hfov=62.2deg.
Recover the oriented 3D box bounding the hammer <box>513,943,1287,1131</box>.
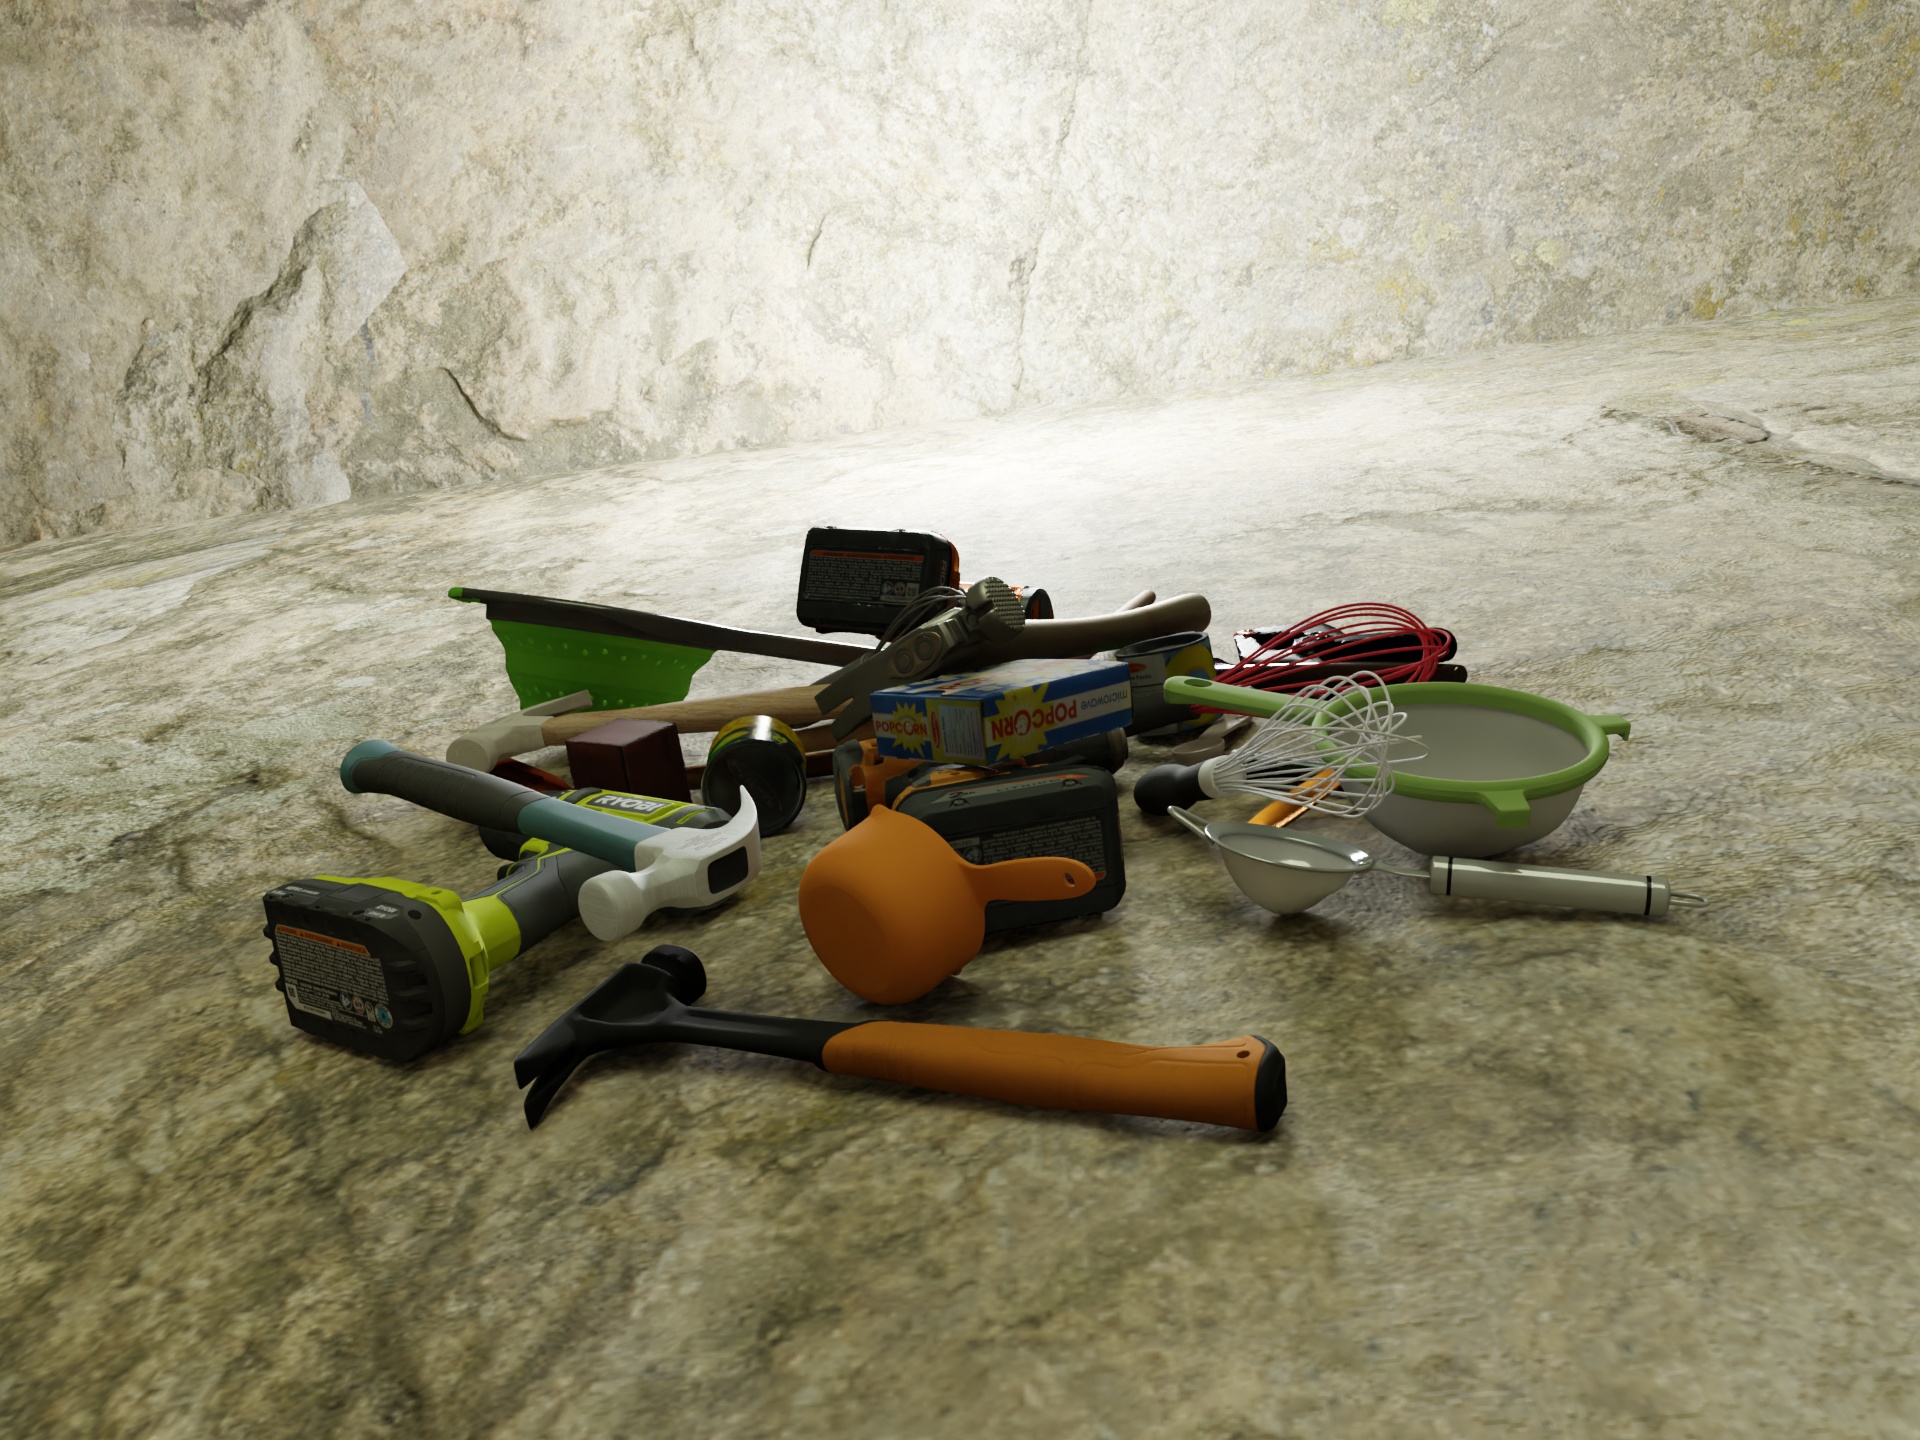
[{"bbox_3d":[-0.029,0.147,0.691,0.337,0.034,0.127,0,19,25],"label":"hammer"}]

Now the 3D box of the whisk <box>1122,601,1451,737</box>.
[{"bbox_3d":[0.167,-0.017,1.018,0.296,0.073,0.073,-15,12,30],"label":"whisk"}]

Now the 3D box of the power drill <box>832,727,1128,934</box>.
[{"bbox_3d":[0.030,0.046,0.916,0.185,0.084,0.226,-9,13,-10],"label":"power drill"}]

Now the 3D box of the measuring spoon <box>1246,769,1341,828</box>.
[{"bbox_3d":[0.206,0.043,0.918,0.117,0.011,0.021,-31,34,-17],"label":"measuring spoon"}]

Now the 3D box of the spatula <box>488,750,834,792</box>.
[{"bbox_3d":[-0.195,0.032,1.111,0.322,0.041,0.081,-6,15,3],"label":"spatula"}]

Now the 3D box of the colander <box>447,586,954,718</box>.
[{"bbox_3d":[-0.201,-0.030,1.251,0.397,0.094,0.204,8,0,-9],"label":"colander"}]

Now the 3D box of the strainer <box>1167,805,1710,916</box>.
[{"bbox_3d":[0.229,0.078,0.785,0.258,0.050,0.087,4,8,18],"label":"strainer"}]

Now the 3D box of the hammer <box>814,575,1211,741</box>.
[{"bbox_3d":[0.066,-0.052,1.092,0.146,0.038,0.410,-32,-10,29],"label":"hammer"}]

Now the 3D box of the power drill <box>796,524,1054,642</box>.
[{"bbox_3d":[-0.039,-0.094,1.261,0.164,0.084,0.226,6,-4,25],"label":"power drill"}]

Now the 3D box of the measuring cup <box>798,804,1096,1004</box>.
[{"bbox_3d":[-0.011,0.088,0.738,0.052,0.095,0.173,-31,11,-38],"label":"measuring cup"}]

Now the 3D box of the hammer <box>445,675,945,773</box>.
[{"bbox_3d":[-0.173,-0.004,1.096,0.331,0.031,0.130,-6,12,7],"label":"hammer"}]

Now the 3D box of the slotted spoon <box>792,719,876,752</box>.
[{"bbox_3d":[-0.002,-0.004,1.121,0.313,0.031,0.070,-10,3,-16],"label":"slotted spoon"}]

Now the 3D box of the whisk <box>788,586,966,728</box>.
[{"bbox_3d":[-0.061,-0.038,1.144,0.055,0.055,0.239,-25,-2,-43],"label":"whisk"}]

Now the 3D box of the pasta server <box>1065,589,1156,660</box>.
[{"bbox_3d":[0.108,-0.071,1.302,0.040,0.060,0.316,28,25,12],"label":"pasta server"}]

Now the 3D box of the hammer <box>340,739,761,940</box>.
[{"bbox_3d":[-0.234,0.049,0.847,0.331,0.033,0.128,10,20,40],"label":"hammer"}]

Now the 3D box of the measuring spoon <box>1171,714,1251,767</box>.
[{"bbox_3d":[0.174,0.013,1.058,0.034,0.018,0.124,-8,9,29],"label":"measuring spoon"}]

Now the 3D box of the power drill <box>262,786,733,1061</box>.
[{"bbox_3d":[-0.261,0.096,0.888,0.191,0.080,0.228,6,19,34],"label":"power drill"}]

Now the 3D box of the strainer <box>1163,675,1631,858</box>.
[{"bbox_3d":[0.223,0.025,0.881,0.256,0.069,0.151,13,26,39],"label":"strainer"}]

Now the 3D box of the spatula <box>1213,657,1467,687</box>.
[{"bbox_3d":[0.215,-0.030,1.099,0.060,0.018,0.316,-36,21,-29],"label":"spatula"}]

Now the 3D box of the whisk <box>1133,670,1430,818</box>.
[{"bbox_3d":[0.153,0.027,0.839,0.070,0.070,0.284,-14,-4,-17],"label":"whisk"}]
